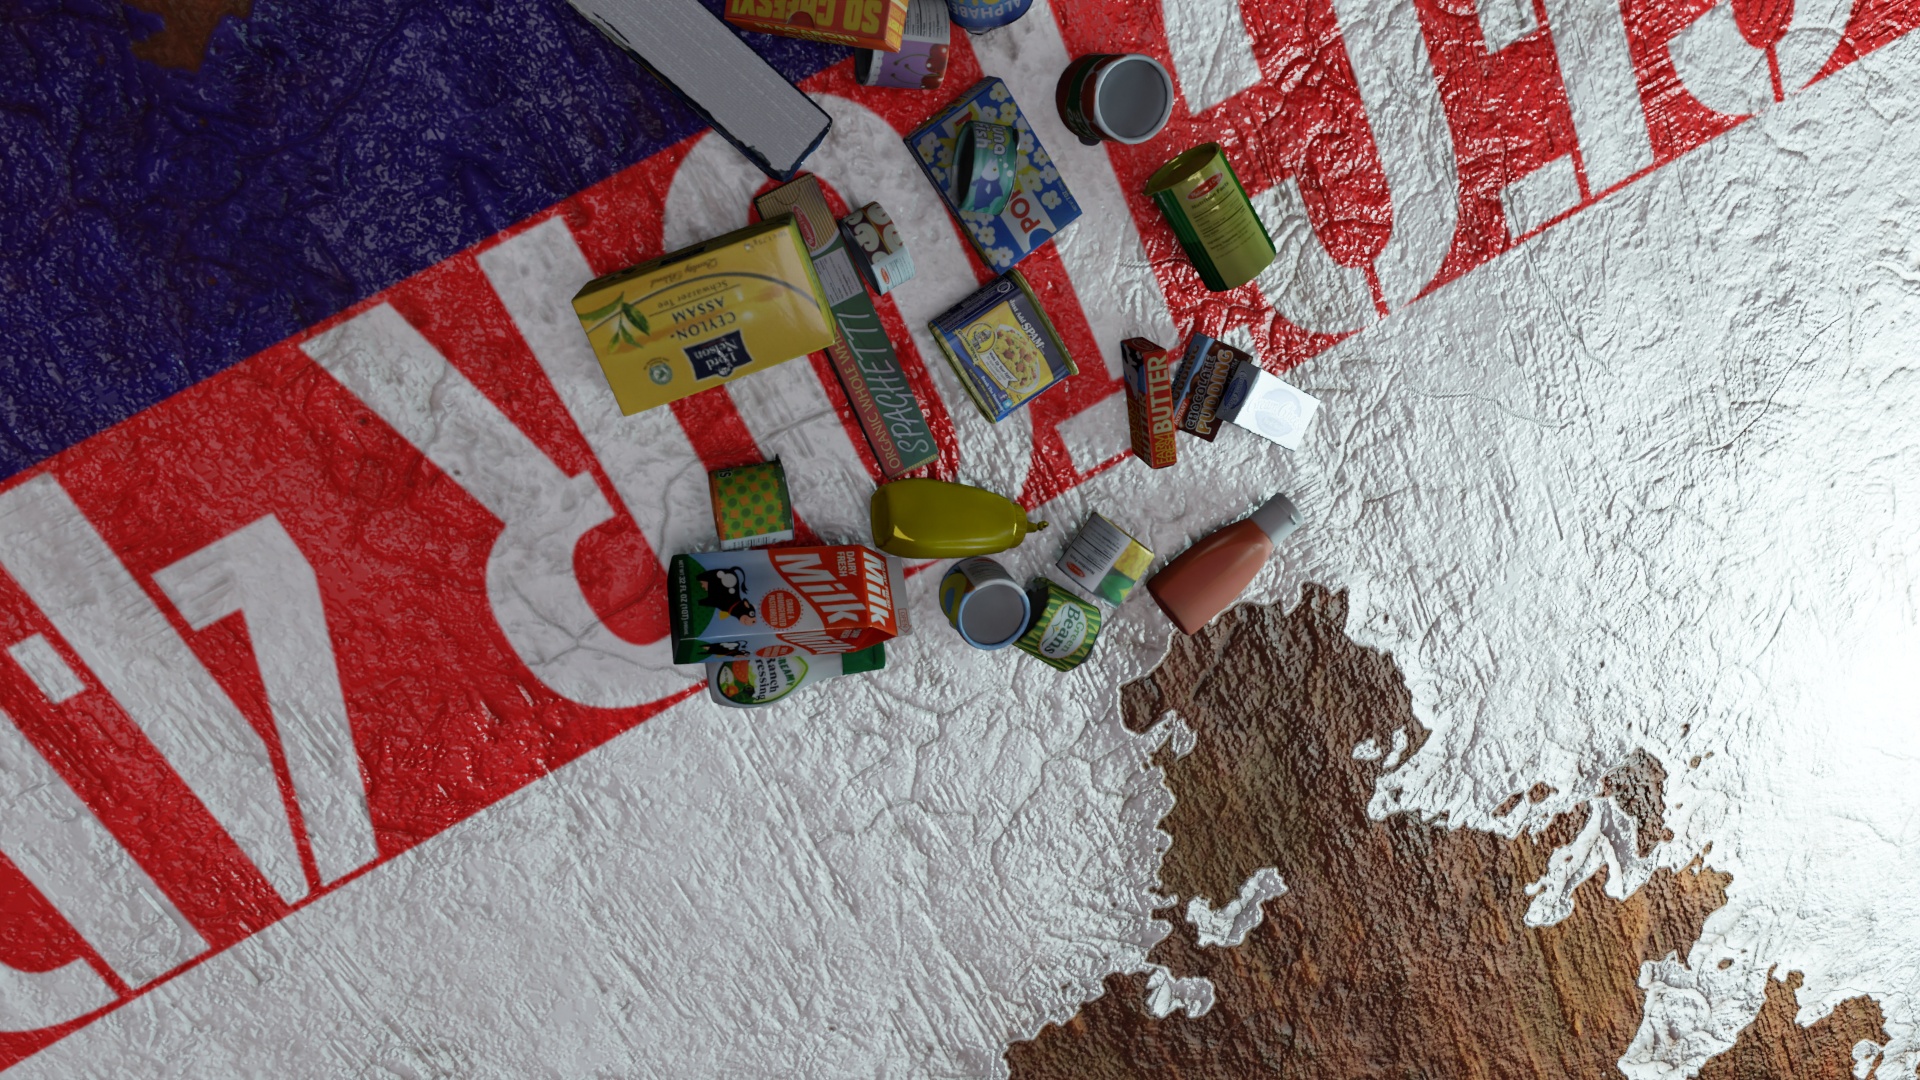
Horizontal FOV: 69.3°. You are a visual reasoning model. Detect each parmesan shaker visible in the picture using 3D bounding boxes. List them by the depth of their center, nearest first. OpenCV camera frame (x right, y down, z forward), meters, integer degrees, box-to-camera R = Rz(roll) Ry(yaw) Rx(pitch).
[{"bbox_3d":[0.203,-0.261,1.132,0.071,0.071,0.103,-37,115,-2],"label":"parmesan shaker"}]

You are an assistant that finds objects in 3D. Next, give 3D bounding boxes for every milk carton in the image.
[{"bbox_3d":[-0.135,0.050,1.117,0.191,0.073,0.072,-4,70,-17],"label":"milk carton"}]

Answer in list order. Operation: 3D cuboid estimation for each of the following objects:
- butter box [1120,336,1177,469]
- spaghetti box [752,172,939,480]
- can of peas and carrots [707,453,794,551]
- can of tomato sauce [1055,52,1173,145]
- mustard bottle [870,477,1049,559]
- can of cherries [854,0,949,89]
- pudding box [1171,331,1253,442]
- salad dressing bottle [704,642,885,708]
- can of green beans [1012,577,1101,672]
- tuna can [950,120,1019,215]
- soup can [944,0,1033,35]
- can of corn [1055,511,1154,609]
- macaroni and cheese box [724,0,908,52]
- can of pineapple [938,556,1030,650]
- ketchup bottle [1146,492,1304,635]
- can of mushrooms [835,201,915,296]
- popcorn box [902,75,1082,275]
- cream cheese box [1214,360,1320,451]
[{"bbox_3d":[0.159,-0.116,1.174,0.024,0.053,0.103,-13,111,-10],"label":"butter box"},{"bbox_3d":[-0.088,-0.165,1.098,0.050,0.029,0.249,-27,113,-6],"label":"spaghetti box"},{"bbox_3d":[-0.167,-0.030,1.101,0.059,0.071,0.070,-10,111,-12],"label":"can of peas and carrots"},{"bbox_3d":[0.117,-0.339,1.070,0.071,0.083,0.071,-5,109,-15],"label":"can of tomato sauce"},{"bbox_3d":[0.004,-0.015,1.159,0.160,0.048,0.065,5,72,-29],"label":"mustard bottle"},{"bbox_3d":[-0.044,-0.367,1.025,0.058,0.071,0.071,-2,109,-17],"label":"can of cherries"},{"bbox_3d":[0.210,-0.132,1.196,0.049,0.030,0.083,20,101,-21],"label":"pudding box"},{"bbox_3d":[-0.138,0.102,1.165,0.148,0.044,0.064,-9,103,-14],"label":"salad dressing bottle"},{"bbox_3d":[0.080,0.073,1.207,0.058,0.071,0.071,30,98,-23],"label":"can of green beans"},{"bbox_3d":[0.018,-0.277,1.026,0.033,0.071,0.071,4,107,-16],"label":"tuna can"},{"bbox_3d":[0.014,-0.421,1.000,0.071,0.071,0.083,-26,145,-7],"label":"soup can"},{"bbox_3d":[0.127,0.017,1.204,0.071,0.071,0.058,33,96,-23],"label":"can of corn"},{"bbox_3d":[-0.090,-0.434,0.961,0.124,0.040,0.166,13,99,14],"label":"macaroni and cheese box"},{"bbox_3d":[0.020,0.056,1.188,0.071,0.058,0.070,-5,110,-15],"label":"can of pineapple"},{"bbox_3d":[0.241,0.017,1.249,0.149,0.043,0.064,-39,115,-1],"label":"ketchup bottle"},{"bbox_3d":[-0.065,-0.226,1.065,0.033,0.071,0.071,-31,114,-4],"label":"can of mushrooms"},{"bbox_3d":[0.025,-0.285,1.086,0.085,0.038,0.126,-38,114,-3],"label":"popcorn box"},{"bbox_3d":[0.267,-0.116,1.203,0.104,0.024,0.053,16,103,-44],"label":"cream cheese box"}]
